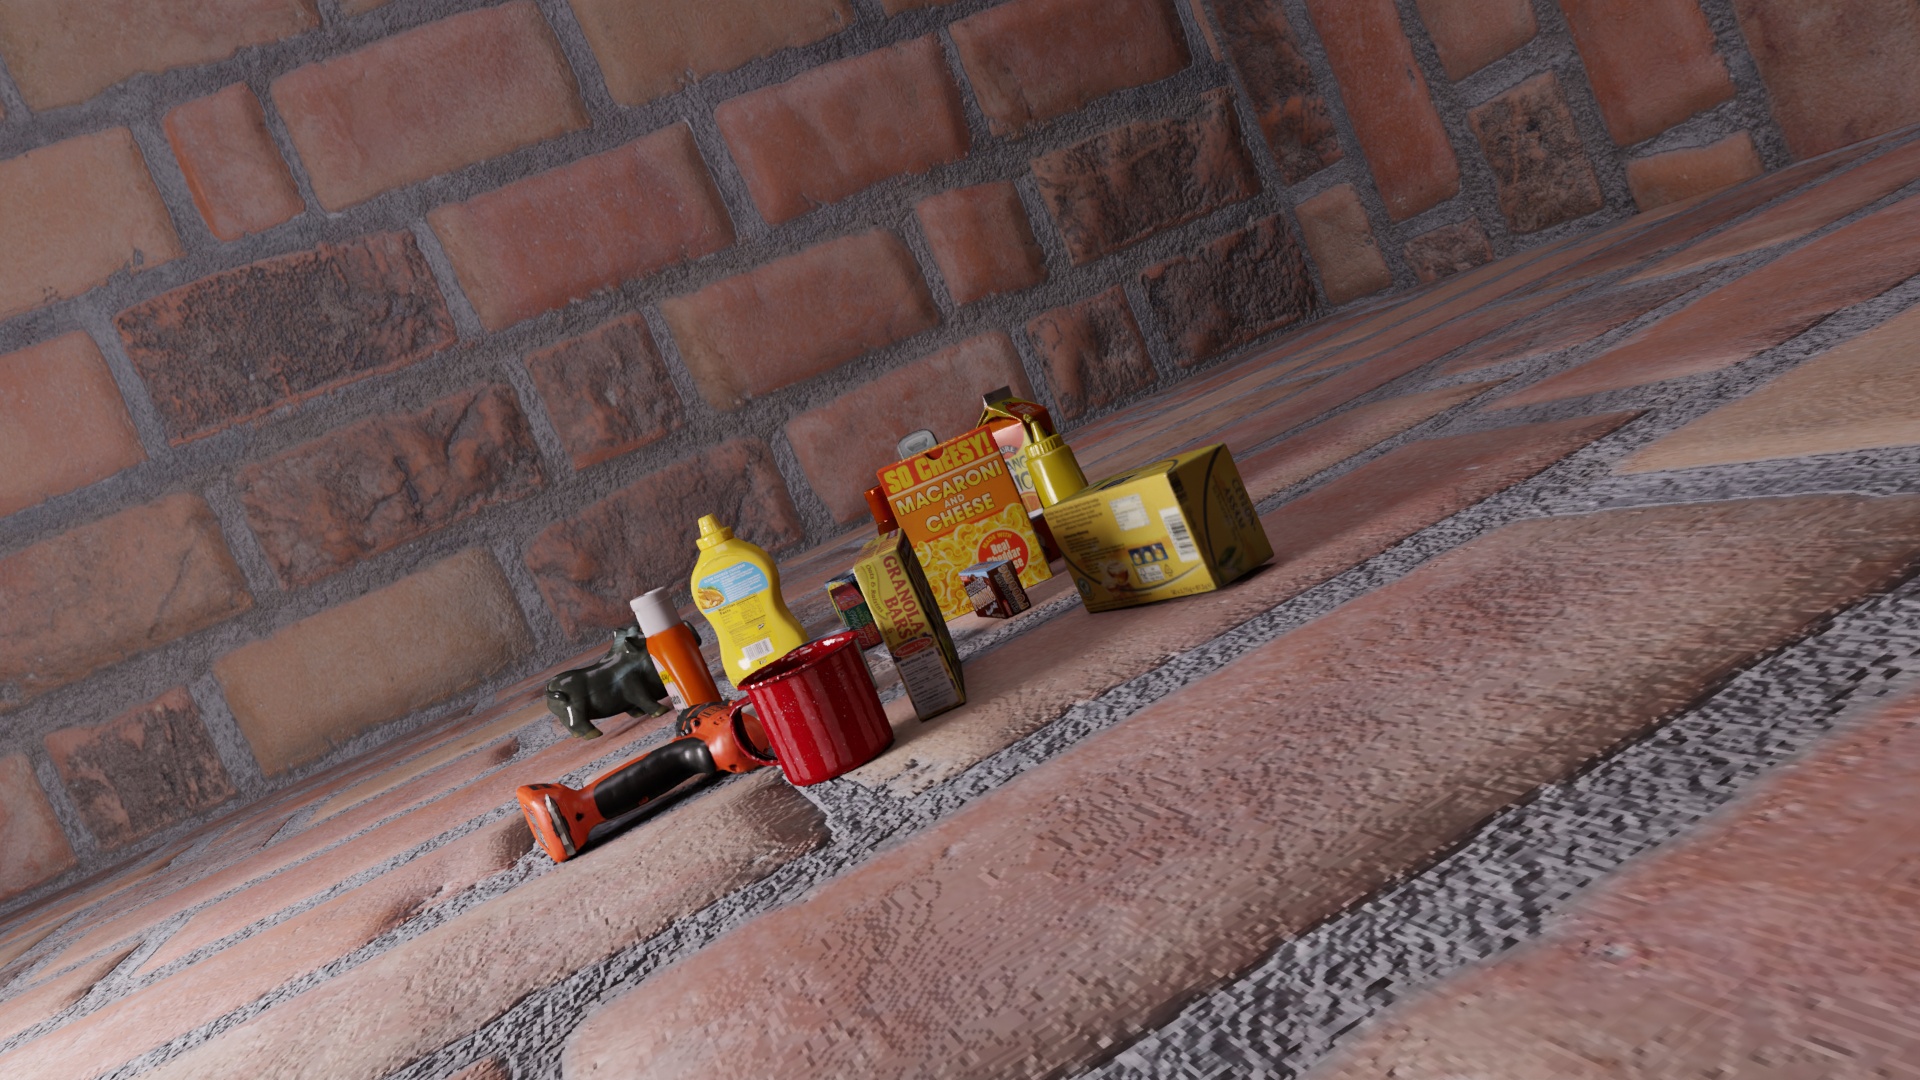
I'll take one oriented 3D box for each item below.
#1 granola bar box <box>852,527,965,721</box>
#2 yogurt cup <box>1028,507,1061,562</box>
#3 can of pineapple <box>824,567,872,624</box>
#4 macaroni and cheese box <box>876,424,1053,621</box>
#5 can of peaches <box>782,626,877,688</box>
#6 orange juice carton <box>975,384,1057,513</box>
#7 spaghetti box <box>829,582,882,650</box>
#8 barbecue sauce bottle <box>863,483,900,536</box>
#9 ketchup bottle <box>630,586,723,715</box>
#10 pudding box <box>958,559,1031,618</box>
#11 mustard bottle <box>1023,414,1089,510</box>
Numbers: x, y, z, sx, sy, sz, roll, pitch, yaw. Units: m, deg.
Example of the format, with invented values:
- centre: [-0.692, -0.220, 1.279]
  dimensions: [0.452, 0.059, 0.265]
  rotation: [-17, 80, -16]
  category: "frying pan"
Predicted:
- centre: [-0.037, 0.059, 1.070]
  dimensions: [0.039, 0.124, 0.166]
  rotation: [-23, 5, 1]
  category: "granola bar box"
- centre: [0.080, -0.001, 1.513]
  dimensions: [0.072, 0.054, 0.072]
  rotation: [-23, 5, 2]
  category: "yogurt cup"
- centre: [-0.127, 0.065, 1.704]
  dimensions: [0.071, 0.058, 0.071]
  rotation: [-23, 5, 2]
  category: "can of pineapple"
- centre: [0.005, -0.018, 1.396]
  dimensions: [0.124, 0.166, 0.040]
  rotation: [-23, 5, 2]
  category: "macaroni and cheese box"
- centre: [-0.114, 0.115, 1.199]
  dimensions: [0.071, 0.058, 0.071]
  rotation: [-23, 5, 2]
  category: "can of peaches"
- centre: [0.078, -0.084, 1.592]
  dimensions: [0.073, 0.192, 0.072]
  rotation: [-20, 6, 32]
  category: "orange juice carton"
- centre: [-0.119, 0.083, 1.550]
  dimensions: [0.029, 0.050, 0.250]
  rotation: [-24, 6, -7]
  category: "spaghetti box"
- centre: [-0.059, 0.008, 1.503]
  dimensions: [0.043, 0.148, 0.065]
  rotation: [-23, 5, 5]
  category: "barbecue sauce bottle"
- centre: [-0.265, 0.117, 1.313]
  dimensions: [0.044, 0.148, 0.064]
  rotation: [-26, 6, -24]
  category: "ketchup bottle"
- centre: [0.032, 0.045, 1.301]
  dimensions: [0.030, 0.049, 0.083]
  rotation: [-25, 6, -17]
  category: "pudding box"
- centre: [0.101, -0.055, 1.388]
  dimensions: [0.049, 0.160, 0.065]
  rotation: [-24, 5, -10]
  category: "mustard bottle"
